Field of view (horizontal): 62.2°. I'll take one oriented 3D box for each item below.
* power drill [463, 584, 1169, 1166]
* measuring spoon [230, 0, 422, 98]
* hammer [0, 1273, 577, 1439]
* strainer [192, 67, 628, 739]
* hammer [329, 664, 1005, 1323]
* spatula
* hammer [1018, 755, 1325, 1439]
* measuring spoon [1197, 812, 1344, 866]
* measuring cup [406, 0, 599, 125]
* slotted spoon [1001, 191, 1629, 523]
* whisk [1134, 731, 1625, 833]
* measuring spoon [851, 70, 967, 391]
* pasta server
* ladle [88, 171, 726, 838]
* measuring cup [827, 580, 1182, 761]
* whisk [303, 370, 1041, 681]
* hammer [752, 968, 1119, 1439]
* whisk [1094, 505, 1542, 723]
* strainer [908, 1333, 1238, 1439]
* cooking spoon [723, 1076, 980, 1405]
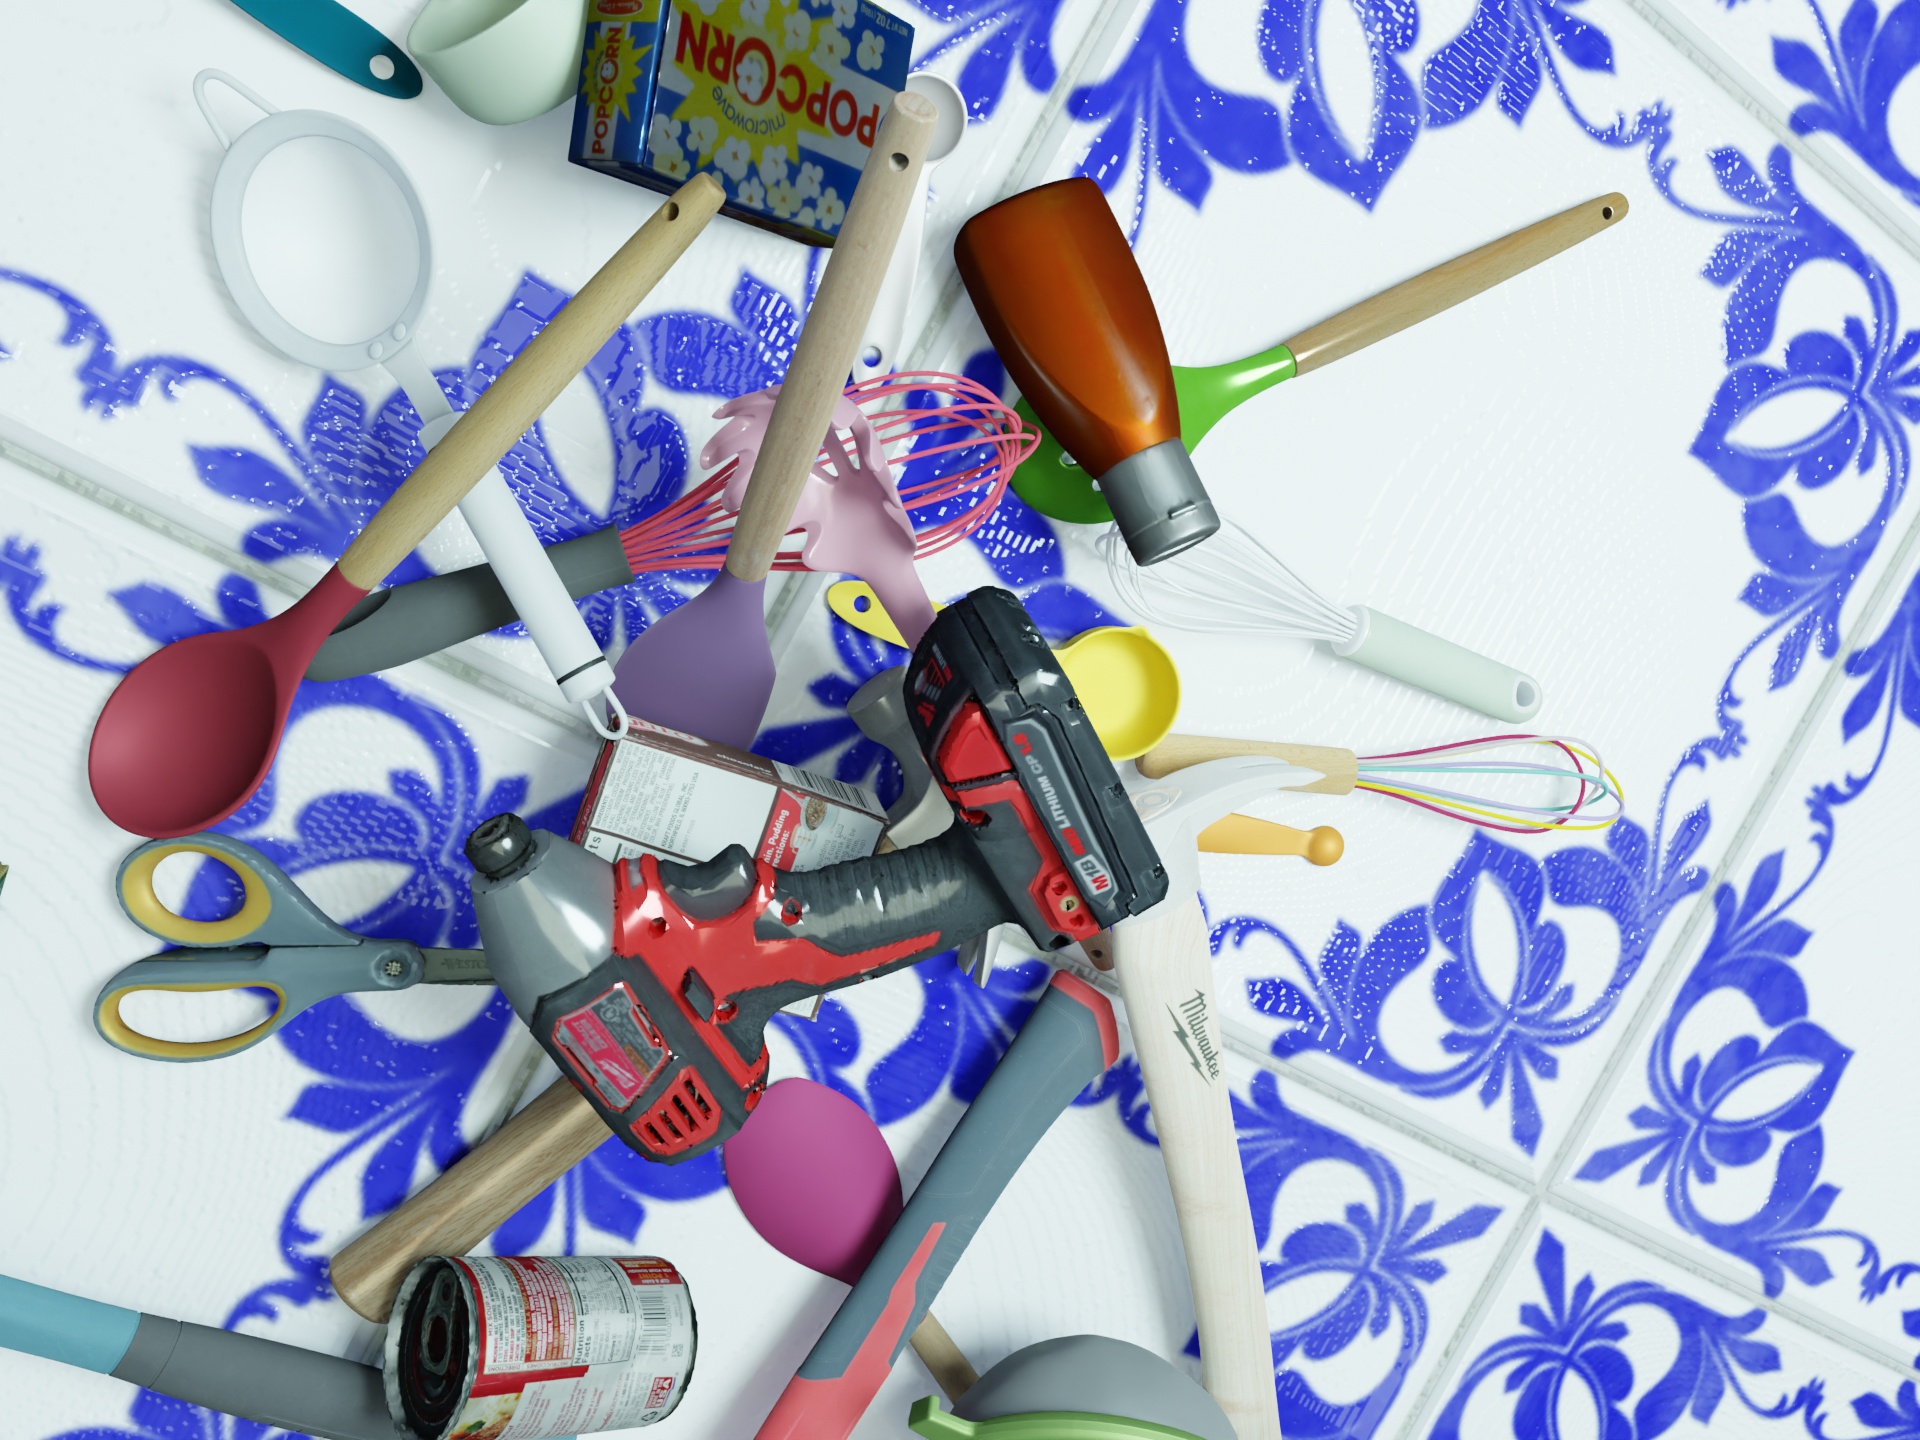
[{"bbox_3d":[-0.054,0.052,0.548,0.219,0.079,0.143,-28,118,2],"label":"power drill"},{"bbox_3d":[-0.246,-0.254,0.546,0.128,0.021,0.042,28,92,-30],"label":"measuring spoon"},{"bbox_3d":[-0.303,0.240,0.603,0.330,0.033,0.128,28,117,-25],"label":"hammer"},{"bbox_3d":[-0.183,-0.106,0.556,0.087,0.050,0.258,-27,95,22],"label":"strainer"},{"bbox_3d":[-0.113,0.128,0.655,0.331,0.031,0.130,-39,109,-6],"label":"hammer"},{"bbox_3d":[-0.067,-0.069,0.528,0.059,0.018,0.315,17,139,-13],"label":"spatula"},{"bbox_3d":[0.121,0.215,0.721,0.146,0.038,0.410,-24,115,-26],"label":"hammer"},{"bbox_3d":[0.126,0.053,0.724,0.117,0.011,0.021,9,98,-19],"label":"measuring spoon"},{"bbox_3d":[-0.123,-0.273,0.561,0.168,0.083,0.038,-54,136,-19],"label":"measuring cup"},{"bbox_3d":[0.161,-0.167,0.684,0.314,0.031,0.070,-26,107,-12],"label":"slotted spoon"},{"bbox_3d":[0.196,0.023,0.731,0.245,0.051,0.047,5,79,-14],"label":"whisk"},{"bbox_3d":[-0.026,-0.191,0.629,0.034,0.018,0.124,8,105,-23],"label":"measuring spoon"},{"bbox_3d":[-0.001,-0.002,0.612,0.060,0.040,0.315,-11,128,26],"label":"pasta server"},{"bbox_3d":[-0.189,-0.067,0.535,0.315,0.031,0.069,-41,77,18],"label":"ladle"},{"bbox_3d":[0.018,-0.029,0.673,0.156,0.029,0.062,19,95,-8],"label":"measuring cup"},{"bbox_3d":[-0.108,-0.069,0.603,0.296,0.073,0.073,-19,106,-8],"label":"whisk"},{"bbox_3d":[-0.061,0.268,0.673,0.143,0.038,0.386,35,83,-20],"label":"hammer"},{"bbox_3d":[0.165,-0.042,0.702,0.246,0.059,0.058,18,80,-25],"label":"whisk"},{"bbox_3d":[0.109,0.305,0.680,0.256,0.069,0.151,-3,134,9],"label":"strainer"},{"bbox_3d":[-0.008,0.291,0.727,0.069,0.017,0.318,-34,108,-8],"label":"cooking spoon"}]
